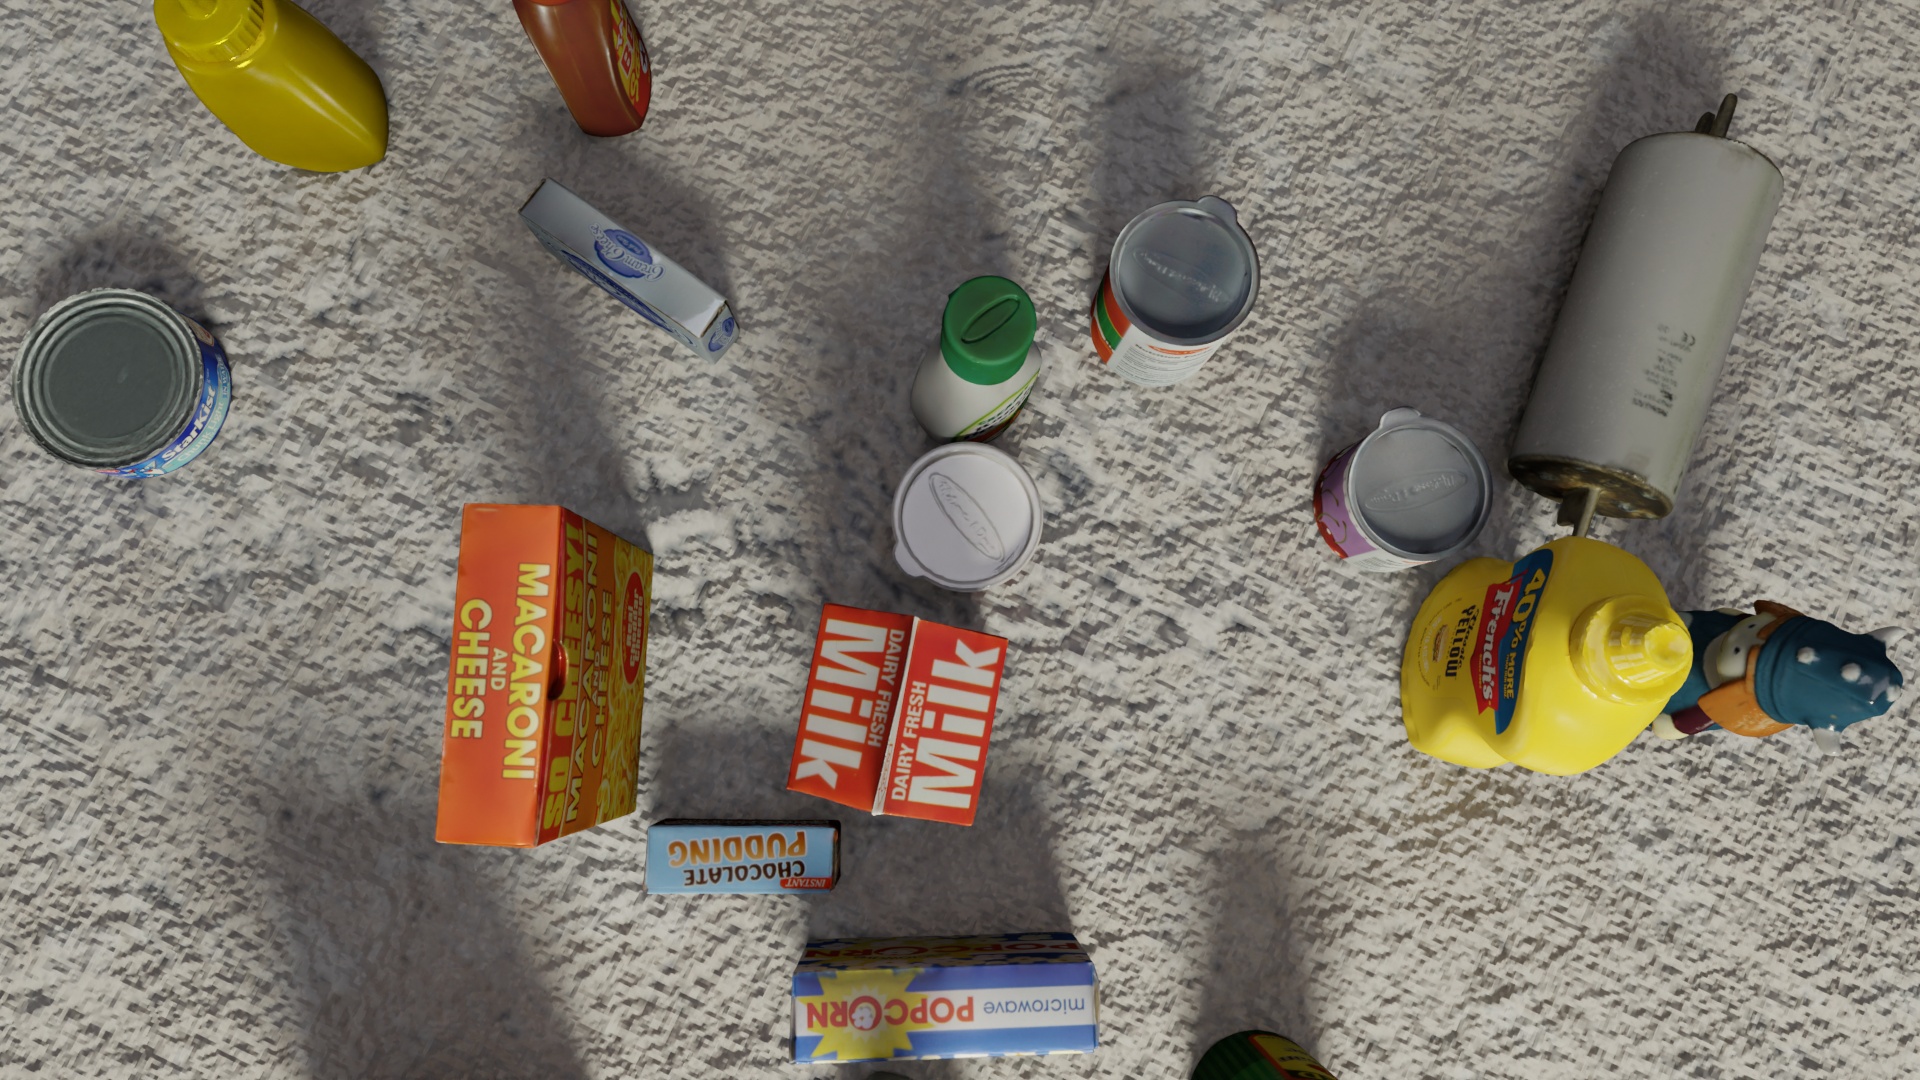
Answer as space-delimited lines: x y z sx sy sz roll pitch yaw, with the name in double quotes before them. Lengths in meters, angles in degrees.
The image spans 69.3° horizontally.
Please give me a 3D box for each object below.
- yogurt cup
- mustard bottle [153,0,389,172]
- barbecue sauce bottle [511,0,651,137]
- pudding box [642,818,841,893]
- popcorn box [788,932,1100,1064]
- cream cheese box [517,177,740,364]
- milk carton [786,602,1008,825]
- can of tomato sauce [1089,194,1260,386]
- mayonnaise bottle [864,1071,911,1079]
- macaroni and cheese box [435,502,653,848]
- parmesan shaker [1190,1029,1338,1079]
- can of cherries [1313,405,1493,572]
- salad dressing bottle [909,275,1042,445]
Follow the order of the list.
"yogurt cup" 0.002 -0.008 0.644 0.072 0.054 0.072 0 83 -2
"mustard bottle" -0.304 -0.210 0.605 0.065 0.160 0.049 -4 83 -2
"barbecue sauce bottle" -0.173 -0.237 0.619 0.044 0.148 0.065 -6 83 -2
"pudding box" -0.096 0.141 0.623 0.084 0.049 0.030 1 83 -2
"popcorn box" -0.007 0.196 0.601 0.127 0.085 0.038 -1 83 -2
"cream cheese box" -0.154 -0.125 0.654 0.104 0.053 0.024 35 83 3
"milk carton" -0.025 0.069 0.564 0.073 0.190 0.072 11 83 0
"can of tomato sauce" 0.097 -0.114 0.646 0.071 0.083 0.071 0 83 -2
"mayonnaise bottle" -0.021 0.260 0.561 0.065 0.148 0.041 30 83 2
"macaroni and cheese box" -0.164 0.056 0.573 0.040 0.166 0.124 2 83 -2
"parmesan shaker" 0.136 0.251 0.590 0.071 0.103 0.071 0 83 -2
"can of cherries" 0.205 -0.023 0.650 0.071 0.058 0.071 0 83 -2
"salad dressing bottle" 0.008 -0.076 0.605 0.064 0.147 0.044 -38 86 -6
